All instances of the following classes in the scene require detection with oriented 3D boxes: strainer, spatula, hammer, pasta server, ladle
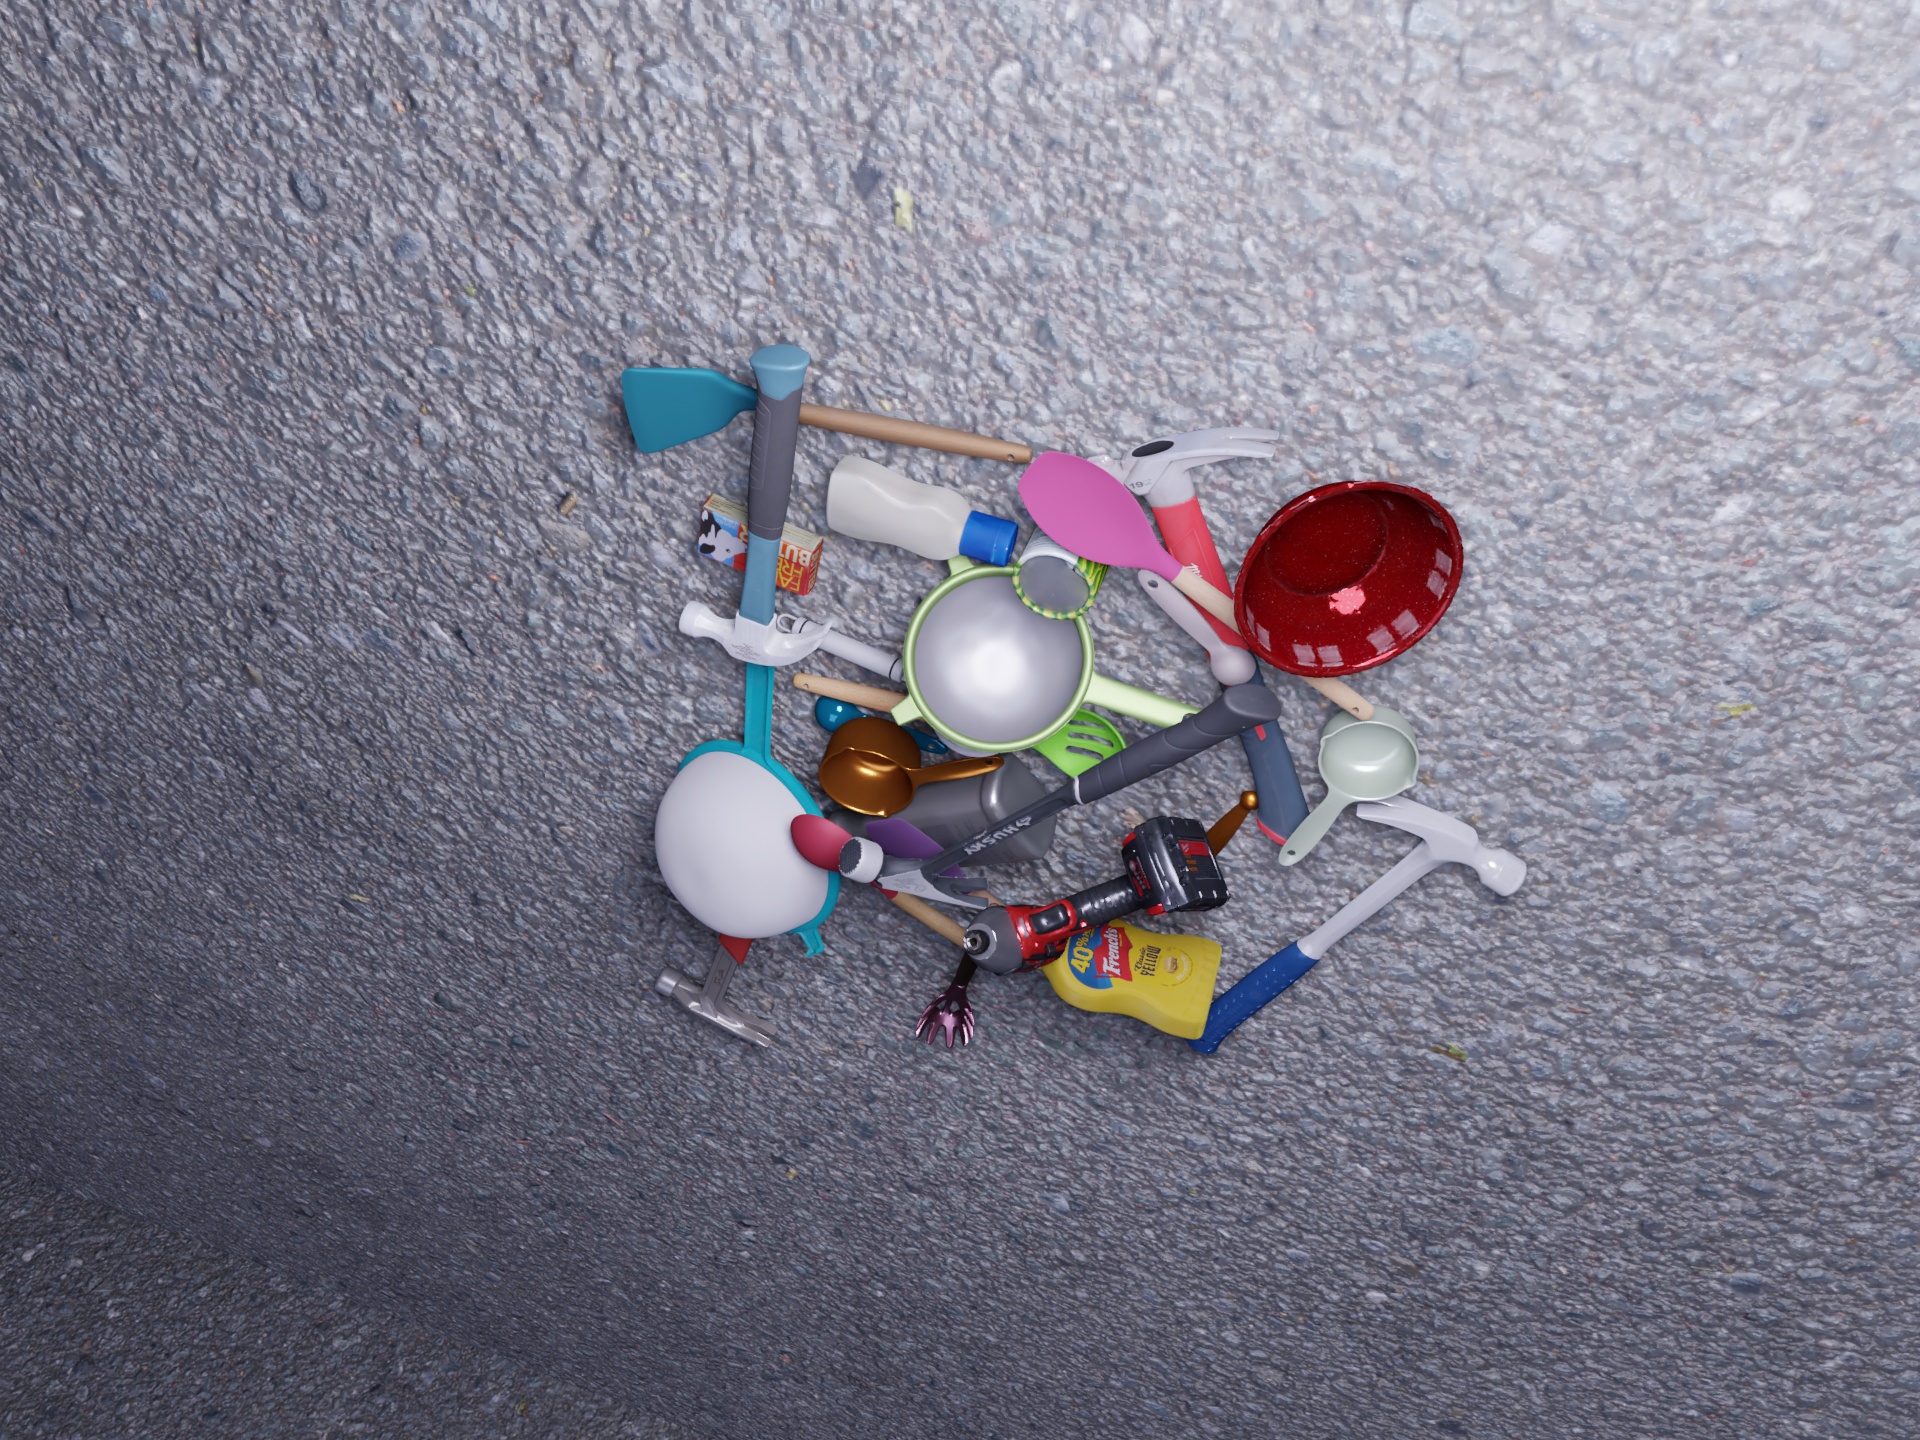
[{"bbox_3d":[-0.046,-0.038,1.349,0.258,0.087,0.050,23,-178,16],"label":"strainer"},{"bbox_3d":[-0.216,0.081,1.485,0.211,0.095,0.340,28,131,24],"label":"strainer"},{"bbox_3d":[0.020,0.168,1.482,0.060,0.018,0.315,-13,140,37],"label":"spatula"},{"bbox_3d":[-0.230,0.231,1.709,0.149,0.037,0.358,27,137,-1],"label":"hammer"},{"bbox_3d":[-0.101,-0.222,1.210,0.317,0.044,0.082,12,140,13],"label":"spatula"},{"bbox_3d":[0.081,-0.030,1.272,0.256,0.151,0.069,18,174,4],"label":"strainer"},{"bbox_3d":[-0.155,-0.160,1.255,0.128,0.033,0.330,22,141,6],"label":"hammer"},{"bbox_3d":[0.005,0.256,1.580,0.060,0.040,0.316,11,149,-4],"label":"pasta server"},{"bbox_3d":[0.224,-0.050,1.224,0.143,0.038,0.385,-7,127,28],"label":"hammer"},{"bbox_3d":[0.312,0.195,1.417,0.144,0.035,0.405,31,137,-5],"label":"hammer"},{"bbox_3d":[-0.049,0.174,1.515,0.069,0.031,0.315,-11,144,40],"label":"ladle"},{"bbox_3d":[0.086,0.066,1.277,0.149,0.036,0.409,23,141,-37],"label":"hammer"}]

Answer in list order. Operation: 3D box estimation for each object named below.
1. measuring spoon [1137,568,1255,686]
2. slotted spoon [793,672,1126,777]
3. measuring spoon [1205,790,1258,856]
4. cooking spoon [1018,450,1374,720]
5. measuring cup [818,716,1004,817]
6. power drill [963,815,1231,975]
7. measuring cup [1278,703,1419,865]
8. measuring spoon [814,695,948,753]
[{"bbox_3d":[0.174,-0.067,1.188,0.124,0.018,0.034,43,132,-18],"label":"measuring spoon"},{"bbox_3d":[-0.002,-0.004,1.383,0.314,0.031,0.070,13,121,17],"label":"slotted spoon"},{"bbox_3d":[0.228,0.098,1.381,0.021,0.011,0.116,29,137,-2],"label":"measuring spoon"},{"bbox_3d":[0.178,-0.093,1.164,0.318,0.017,0.068,35,124,-10],"label":"cooking spoon"},{"bbox_3d":[-0.040,0.031,1.402,0.173,0.052,0.095,-9,133,21],"label":"measuring cup"},{"bbox_3d":[0.108,0.160,1.372,0.219,0.143,0.079,-27,73,23],"label":"power drill"},{"bbox_3d":[0.300,0.053,1.269,0.083,0.038,0.167,26,128,-5],"label":"measuring cup"},{"bbox_3d":[-0.074,0.012,1.435,0.128,0.021,0.042,19,136,8],"label":"measuring spoon"}]
